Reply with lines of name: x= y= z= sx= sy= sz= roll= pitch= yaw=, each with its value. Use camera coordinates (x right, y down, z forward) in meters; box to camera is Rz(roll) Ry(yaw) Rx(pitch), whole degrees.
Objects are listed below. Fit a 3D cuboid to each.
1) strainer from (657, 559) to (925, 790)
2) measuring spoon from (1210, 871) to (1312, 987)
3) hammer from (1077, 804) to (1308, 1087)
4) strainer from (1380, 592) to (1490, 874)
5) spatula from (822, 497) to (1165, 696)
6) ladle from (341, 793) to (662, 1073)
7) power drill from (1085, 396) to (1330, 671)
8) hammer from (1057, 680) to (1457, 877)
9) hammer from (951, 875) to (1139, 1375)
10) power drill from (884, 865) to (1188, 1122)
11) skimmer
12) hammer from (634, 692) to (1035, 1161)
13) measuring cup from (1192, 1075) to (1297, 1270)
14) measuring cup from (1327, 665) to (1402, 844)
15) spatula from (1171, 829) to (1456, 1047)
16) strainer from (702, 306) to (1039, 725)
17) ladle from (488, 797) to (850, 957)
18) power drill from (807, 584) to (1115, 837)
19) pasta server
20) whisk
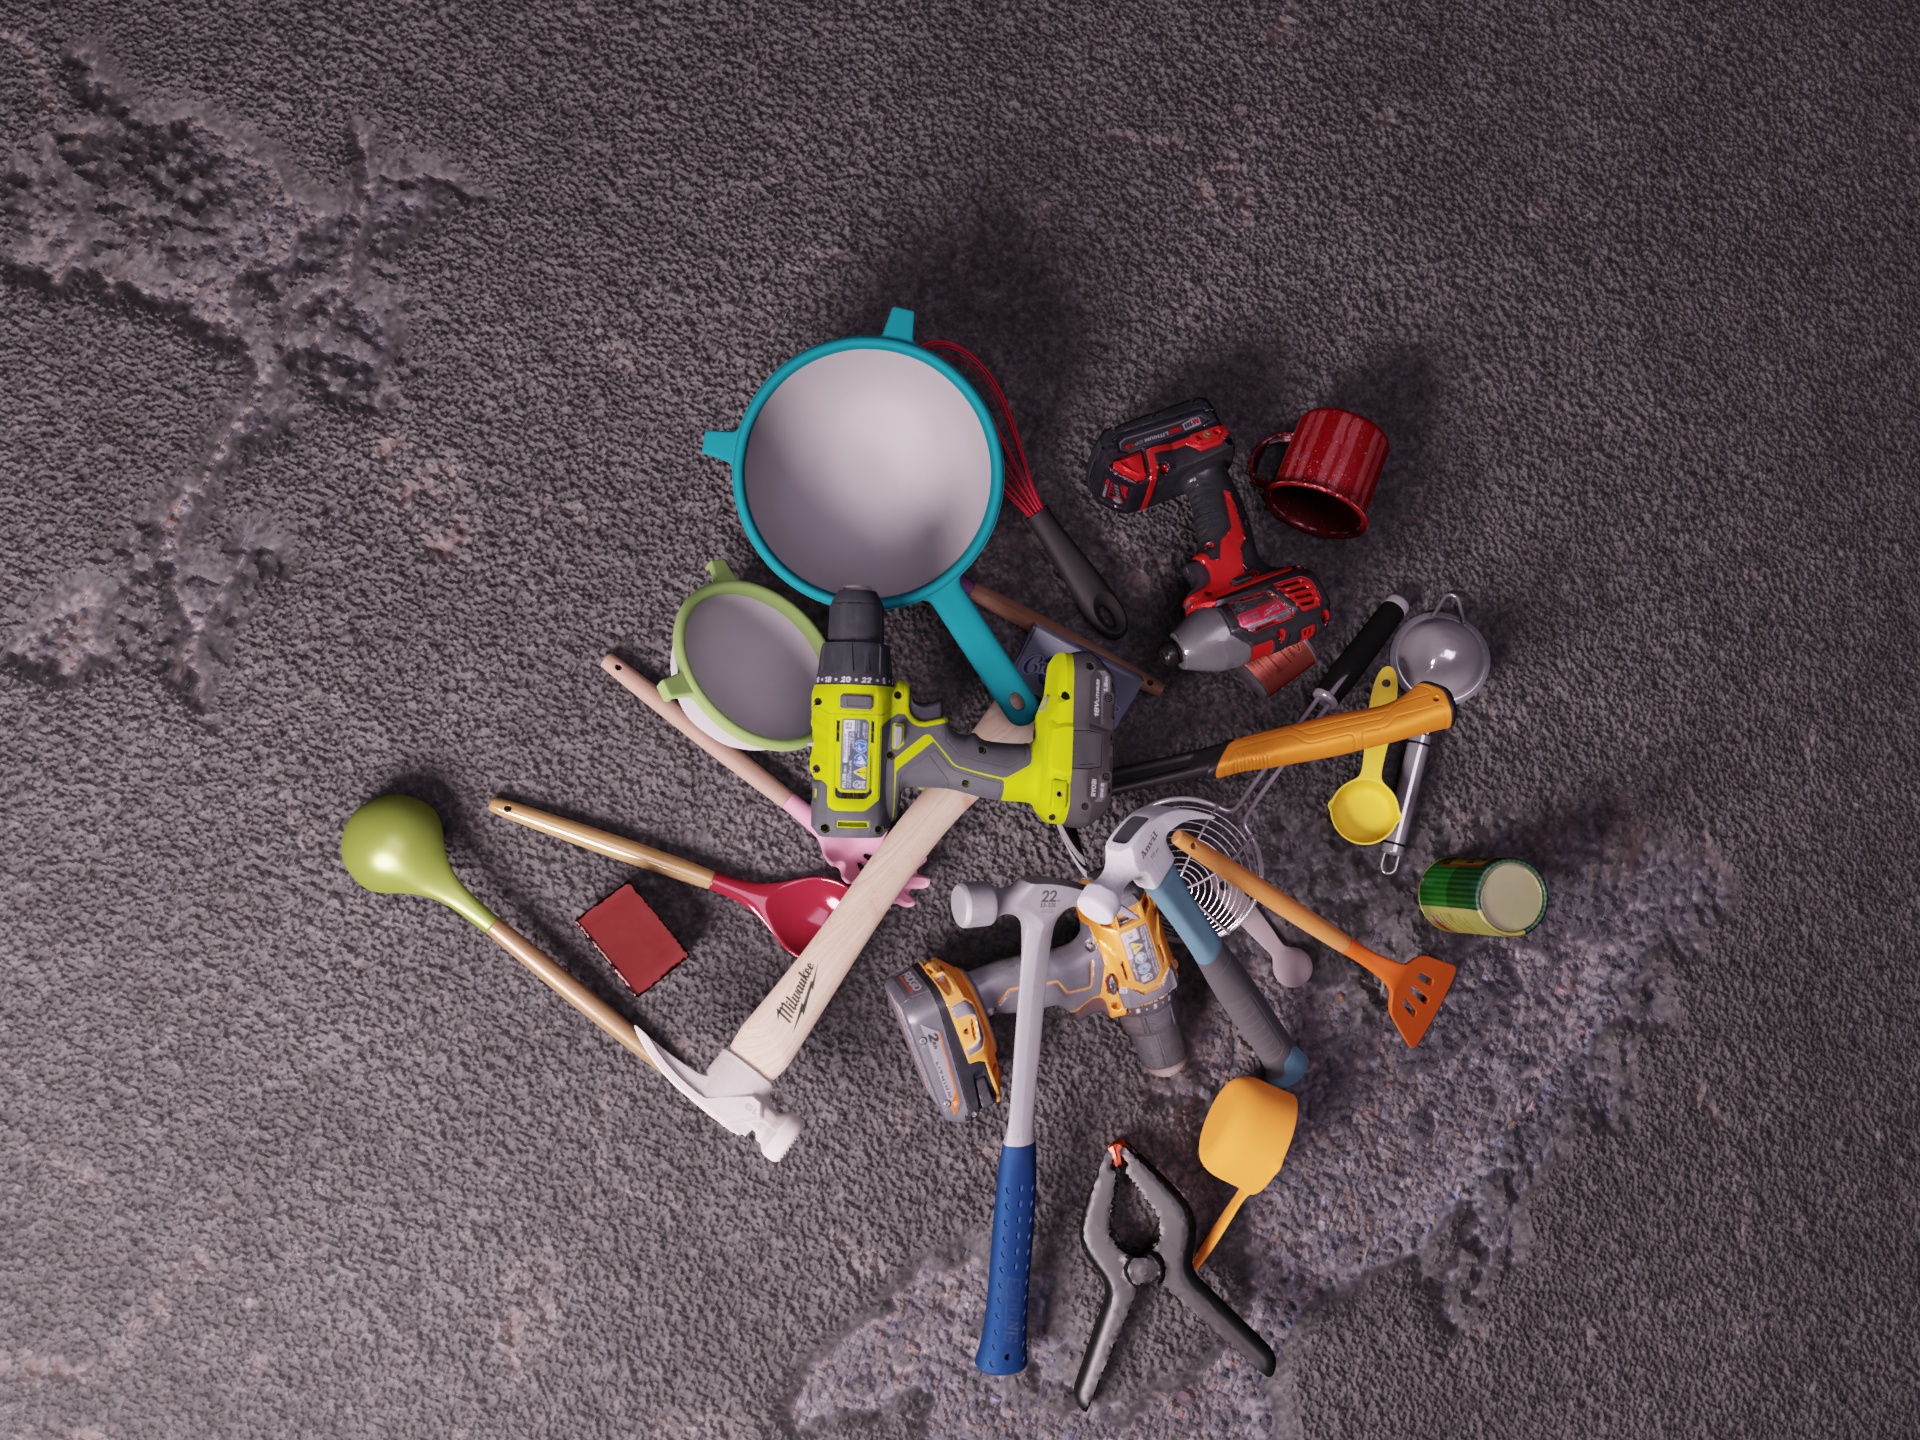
strainer: x=-0.133 y=-0.004 z=1.279 sx=0.256 sy=0.069 sz=0.152 roll=34 pitch=44 yaw=-23
measuring spoon: x=0.255 y=0.176 z=1.350 sx=0.034 sy=0.018 sz=0.124 roll=-41 pitch=92 yaw=-11
hammer: x=0.199 y=0.189 z=1.245 sx=0.128 sy=0.033 sz=0.330 roll=-55 pitch=130 yaw=-25
strainer: x=0.403 y=0.009 z=1.382 sx=0.087 sy=0.050 sz=0.258 roll=14 pitch=86 yaw=7
spatula: x=0.033 y=-0.100 z=1.335 sx=0.316 sy=0.018 sz=0.060 roll=28 pitch=80 yaw=-6
ladle: x=-0.344 y=0.175 z=1.239 sx=0.320 sy=0.062 sz=0.078 roll=42 pitch=78 yaw=-11
power drill: x=0.193 y=-0.144 z=1.305 sx=0.143 sy=0.078 sz=0.220 roll=-22 pitch=71 yaw=-11
hammer: x=0.237 y=0.032 z=1.289 sx=0.337 sy=0.034 sz=0.127 roll=-13 pitch=53 yaw=1
hammer: x=0.052 y=0.314 z=1.223 sx=0.144 sy=0.035 sz=0.405 roll=-1 pitch=104 yaw=-23
power drill: x=0.073 y=0.238 z=1.275 sx=0.226 sy=0.084 sz=0.185 roll=-24 pitch=109 yaw=-12
skimmer: x=0.267 y=0.032 z=1.360 sx=0.127 sy=0.090 sz=0.363 roll=40 pitch=69 yaw=2
hammer: x=-0.076 y=0.131 z=1.242 sx=0.146 sy=0.038 sz=0.411 roll=37 pitch=70 yaw=1
measuring cup: x=0.212 y=0.371 z=1.303 sx=0.052 sy=0.095 sz=0.173 roll=28 pitch=99 yaw=-2
measuring cup: x=0.356 y=0.031 z=1.370 sx=0.062 sy=0.029 sz=0.156 roll=10 pitch=81 yaw=15
spatula: x=0.293 y=0.171 z=1.307 sx=0.322 sy=0.041 sz=0.081 roll=33 pitch=83 yaw=-20
strainer: x=-0.040 y=-0.143 z=1.281 sx=0.211 sy=0.095 sz=0.340 roll=-34 pitch=101 yaw=-1
ladle: x=-0.223 y=0.120 z=1.267 sx=0.315 sy=0.031 sz=0.069 roll=20 pitch=75 yaw=-6
power drill: x=-0.002 y=-0.004 z=1.219 sx=0.228 sy=0.080 sz=0.190 roll=2 pitch=89 yaw=-7
pasta server: x=-0.159 y=0.046 z=1.279 sx=0.316 sy=0.040 sz=0.060 roll=38 pitch=71 yaw=-4
whisk: x=0.052 y=-0.189 z=1.330 sx=0.073 sy=0.073 sz=0.295 roll=-37 pitch=99 yaw=-11
